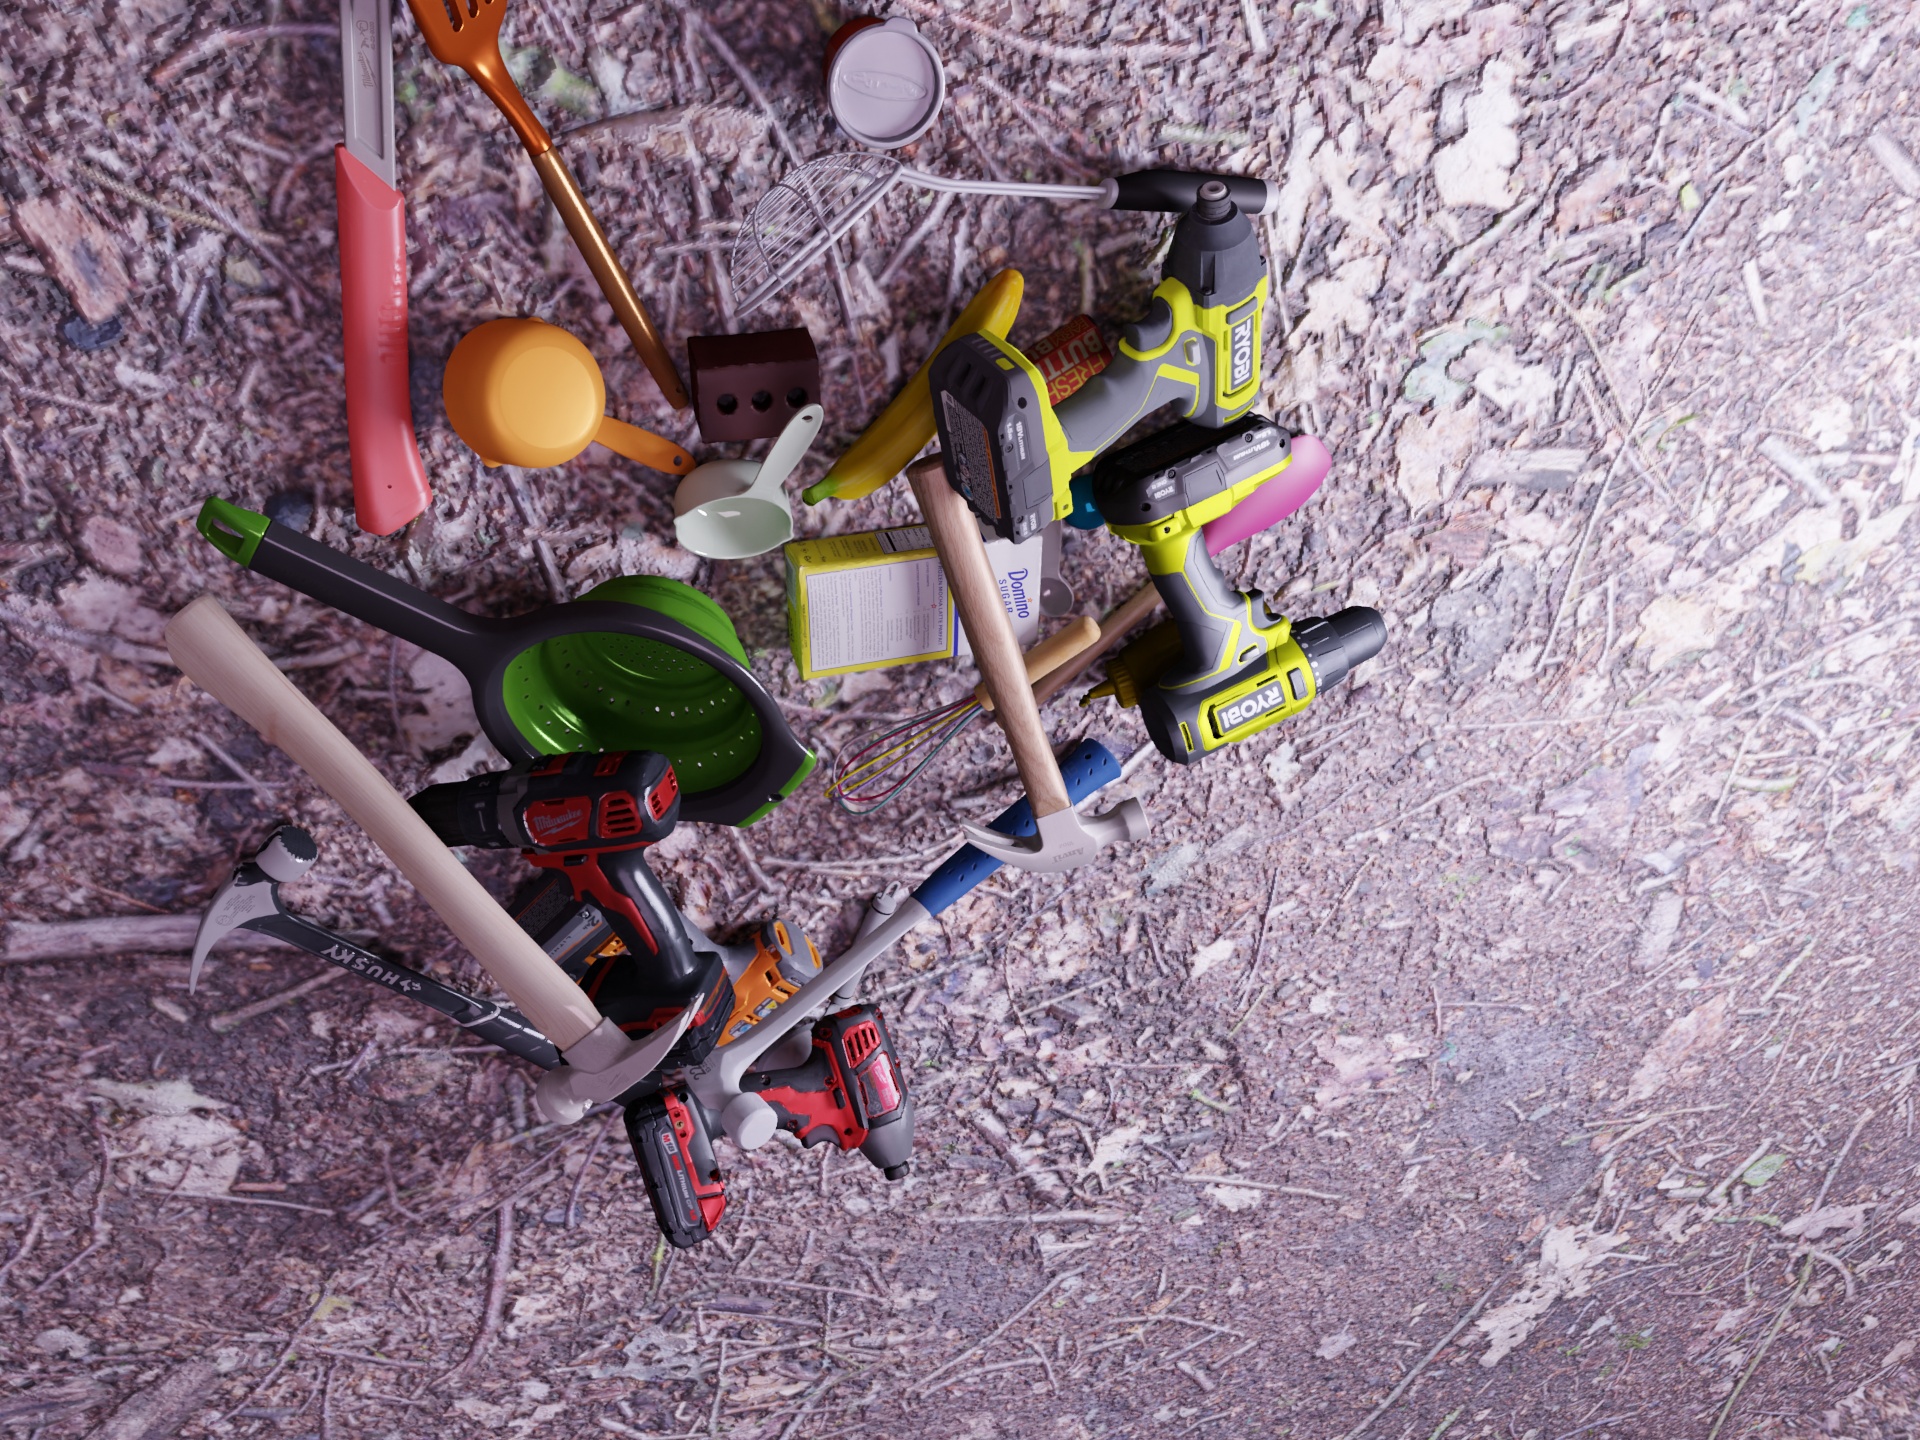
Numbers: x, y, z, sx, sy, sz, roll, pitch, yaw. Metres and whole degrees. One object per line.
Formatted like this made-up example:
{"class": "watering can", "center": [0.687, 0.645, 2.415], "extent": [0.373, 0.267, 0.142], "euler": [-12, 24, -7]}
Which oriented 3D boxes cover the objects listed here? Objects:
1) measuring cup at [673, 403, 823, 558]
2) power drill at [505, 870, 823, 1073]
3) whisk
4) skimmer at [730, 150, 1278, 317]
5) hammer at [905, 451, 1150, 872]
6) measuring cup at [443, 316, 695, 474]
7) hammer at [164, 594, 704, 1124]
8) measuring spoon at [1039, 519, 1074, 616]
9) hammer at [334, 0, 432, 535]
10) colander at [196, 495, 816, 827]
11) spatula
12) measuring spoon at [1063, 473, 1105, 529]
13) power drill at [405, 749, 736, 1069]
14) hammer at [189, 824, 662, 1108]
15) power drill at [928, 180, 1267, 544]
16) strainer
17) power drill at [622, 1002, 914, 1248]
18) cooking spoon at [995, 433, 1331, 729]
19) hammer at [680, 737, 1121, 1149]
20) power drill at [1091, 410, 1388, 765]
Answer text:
{"class": "measuring cup", "center": [-0.127, -0.160, 1.002], "extent": [0.083, 0.038, 0.167], "euler": [5, 150, -30]}
{"class": "power drill", "center": [-0.238, 0.193, 1.233], "extent": [0.164, 0.084, 0.226], "euler": [-43, 130, 14]}
{"class": "whisk", "center": [-0.002, -0.003, 1.164], "extent": [0.245, 0.051, 0.047], "euler": [-33, 140, 18]}
{"class": "skimmer", "center": [0.036, -0.293, 0.969], "extent": [0.363, 0.127, 0.090], "euler": [-6, 96, -22]}
{"class": "hammer", "center": [0.028, -0.031, 1.112], "extent": [0.130, 0.031, 0.331], "euler": [-20, 117, 1]}
{"class": "measuring cup", "center": [-0.225, -0.183, 0.971], "extent": [0.173, 0.052, 0.095], "euler": [19, 90, -39]}
{"class": "hammer", "center": [-0.342, 0.079, 1.016], "extent": [0.146, 0.038, 0.410], "euler": [-37, 98, 28]}
{"class": "measuring spoon", "center": [0.066, -0.133, 1.143], "extent": [0.034, 0.018, 0.124], "euler": [7, 122, 18]}
{"class": "hammer", "center": [-0.341, -0.272, 0.894], "extent": [0.149, 0.037, 0.358], "euler": [0, 124, -18]}
{"class": "colander", "center": [-0.276, -0.063, 1.022], "extent": [0.396, 0.095, 0.204], "euler": [27, 136, -23]}
{"class": "spatula", "center": [-0.218, -0.298, 0.890], "extent": [0.081, 0.041, 0.322], "euler": [-56, 144, -25]}
{"class": "measuring spoon", "center": [0.135, -0.159, 1.141], "extent": [0.128, 0.021, 0.042], "euler": [-9, 126, -13]}
{"class": "power drill", "center": [-0.260, 0.126, 1.073], "extent": [0.188, 0.080, 0.226], "euler": [-6, 117, 14]}
{"class": "hammer", "center": [-0.392, 0.225, 1.231], "extent": [0.149, 0.036, 0.408], "euler": [-42, 127, 14]}
{"class": "power drill", "center": [0.095, -0.223, 0.995], "extent": [0.223, 0.080, 0.171], "euler": [-34, 145, -16]}
{"class": "strainer", "center": [-0.104, 0.238, 1.335], "extent": [0.086, 0.050, 0.258], "euler": [5, 121, -40]}
{"class": "power drill", "center": [-0.143, 0.327, 1.264], "extent": [0.219, 0.078, 0.143], "euler": [-19, 91, -19]}
{"class": "cooking spoon", "center": [0.148, -0.097, 1.191], "extent": [0.319, 0.017, 0.068], "euler": [-41, 133, 13]}
{"class": "hammer", "center": [-0.043, 0.143, 1.198], "extent": [0.405, 0.144, 0.035], "euler": [-38, 136, -18]}
{"class": "power drill", "center": [0.201, -0.100, 1.132], "extent": [0.190, 0.080, 0.228], "euler": [-26, 115, -9]}
